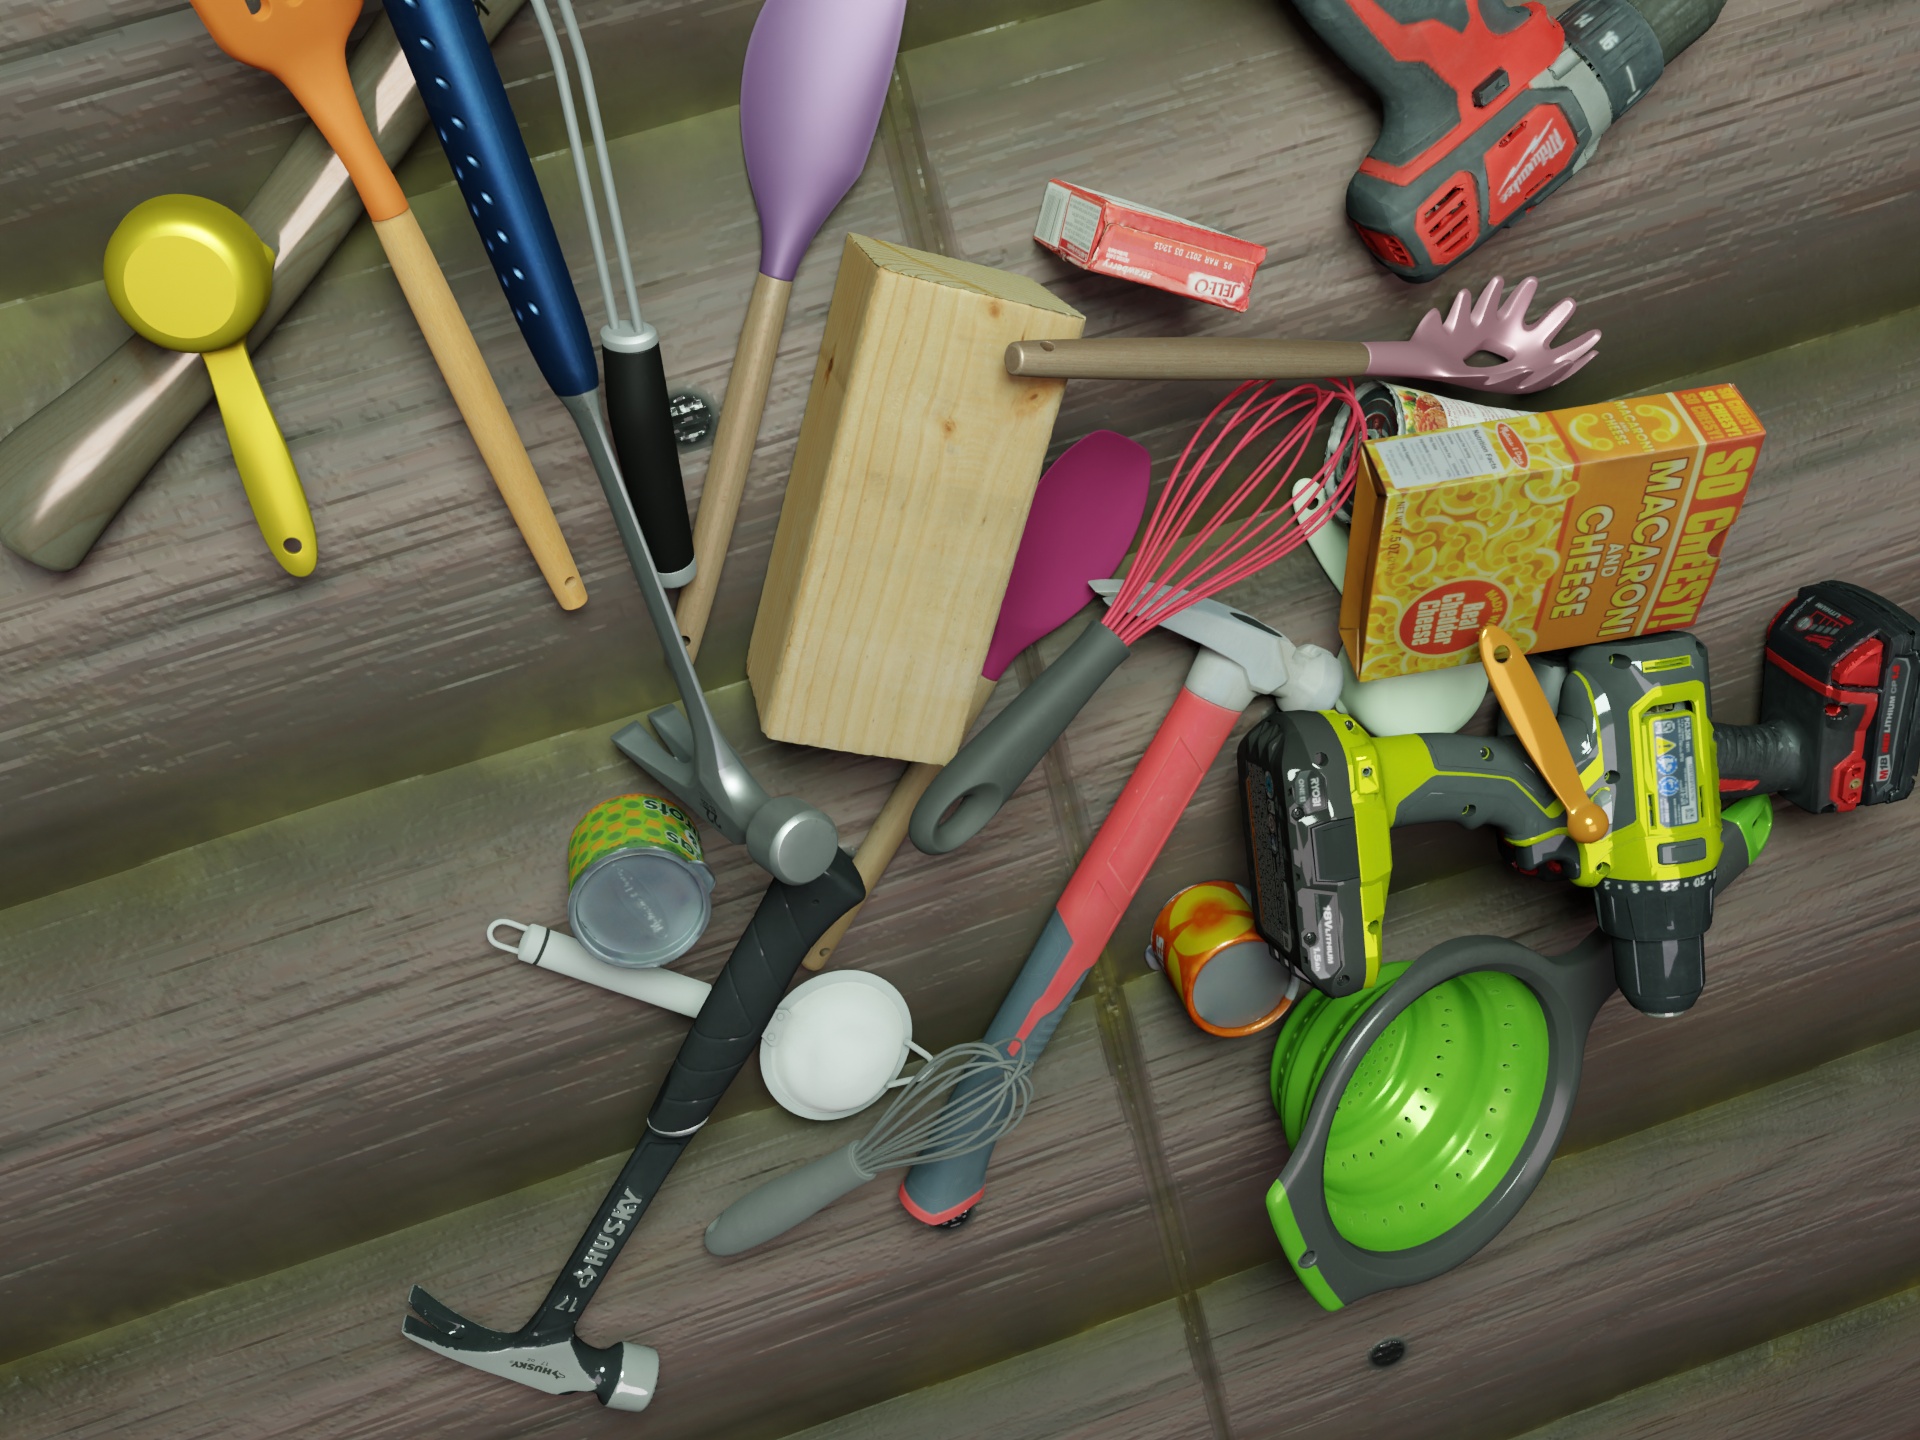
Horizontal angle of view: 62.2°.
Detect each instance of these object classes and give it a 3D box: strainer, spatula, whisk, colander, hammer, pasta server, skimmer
[{"bbox_3d":[-0.122,0.152,0.827,0.258,0.050,0.087,23,93,-19],"label":"strainer"},{"bbox_3d":[-0.089,-0.169,0.692,0.059,0.018,0.315,15,111,-5],"label":"spatula"},{"bbox_3d":[0.081,-0.051,0.717,0.296,0.073,0.073,-47,117,-7],"label":"whisk"},{"bbox_3d":[0.306,0.156,0.913,0.397,0.095,0.204,-37,121,-15],"label":"colander"},{"bbox_3d":[-0.054,0.234,0.855,0.239,0.055,0.055,-35,119,24],"label":"whisk"},{"bbox_3d":[-0.206,-0.171,0.613,0.081,0.041,0.322,-38,133,-24],"label":"spatula"},{"bbox_3d":[-0.238,-0.212,0.627,0.146,0.038,0.410,38,102,-27],"label":"hammer"},{"bbox_3d":[-0.149,-0.120,0.618,0.035,0.144,0.405,-32,125,-25],"label":"hammer"},{"bbox_3d":[0.157,-0.163,0.692,0.316,0.060,0.040,-8,147,-30],"label":"pasta server"},{"bbox_3d":[0.049,0.110,0.843,0.143,0.038,0.386,19,110,-25],"label":"hammer"},{"bbox_3d":[-0.157,0.214,0.817,0.149,0.036,0.408,21,117,-19],"label":"hammer"},{"bbox_3d":[-0.122,-0.216,0.610,0.127,0.090,0.363,14,136,17],"label":"skimmer"}]

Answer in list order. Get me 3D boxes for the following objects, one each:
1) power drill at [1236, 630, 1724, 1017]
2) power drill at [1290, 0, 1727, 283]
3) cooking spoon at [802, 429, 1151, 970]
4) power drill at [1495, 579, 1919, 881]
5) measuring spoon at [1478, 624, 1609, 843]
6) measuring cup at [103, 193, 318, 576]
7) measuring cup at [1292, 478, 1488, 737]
[{"bbox_3d":[0.262,0.064,0.780,0.228,0.080,0.190,-8,98,-6],"label":"power drill"},{"bbox_3d":[0.210,-0.321,0.661,0.188,0.080,0.226,-40,120,7],"label":"power drill"},{"bbox_3d":[-0.001,-0.003,0.792,0.068,0.017,0.319,18,111,-38],"label":"cooking spoon"},{"bbox_3d":[0.396,-0.001,0.859,0.219,0.079,0.143,-12,117,-5],"label":"power drill"},{"bbox_3d":[0.269,0.007,0.732,0.021,0.011,0.117,-31,99,-6],"label":"measuring spoon"},{"bbox_3d":[-0.284,-0.124,0.622,0.062,0.029,0.156,-14,118,-8],"label":"measuring cup"},{"bbox_3d":[0.214,-0.053,0.807,0.083,0.038,0.167,-35,120,5],"label":"measuring cup"}]
